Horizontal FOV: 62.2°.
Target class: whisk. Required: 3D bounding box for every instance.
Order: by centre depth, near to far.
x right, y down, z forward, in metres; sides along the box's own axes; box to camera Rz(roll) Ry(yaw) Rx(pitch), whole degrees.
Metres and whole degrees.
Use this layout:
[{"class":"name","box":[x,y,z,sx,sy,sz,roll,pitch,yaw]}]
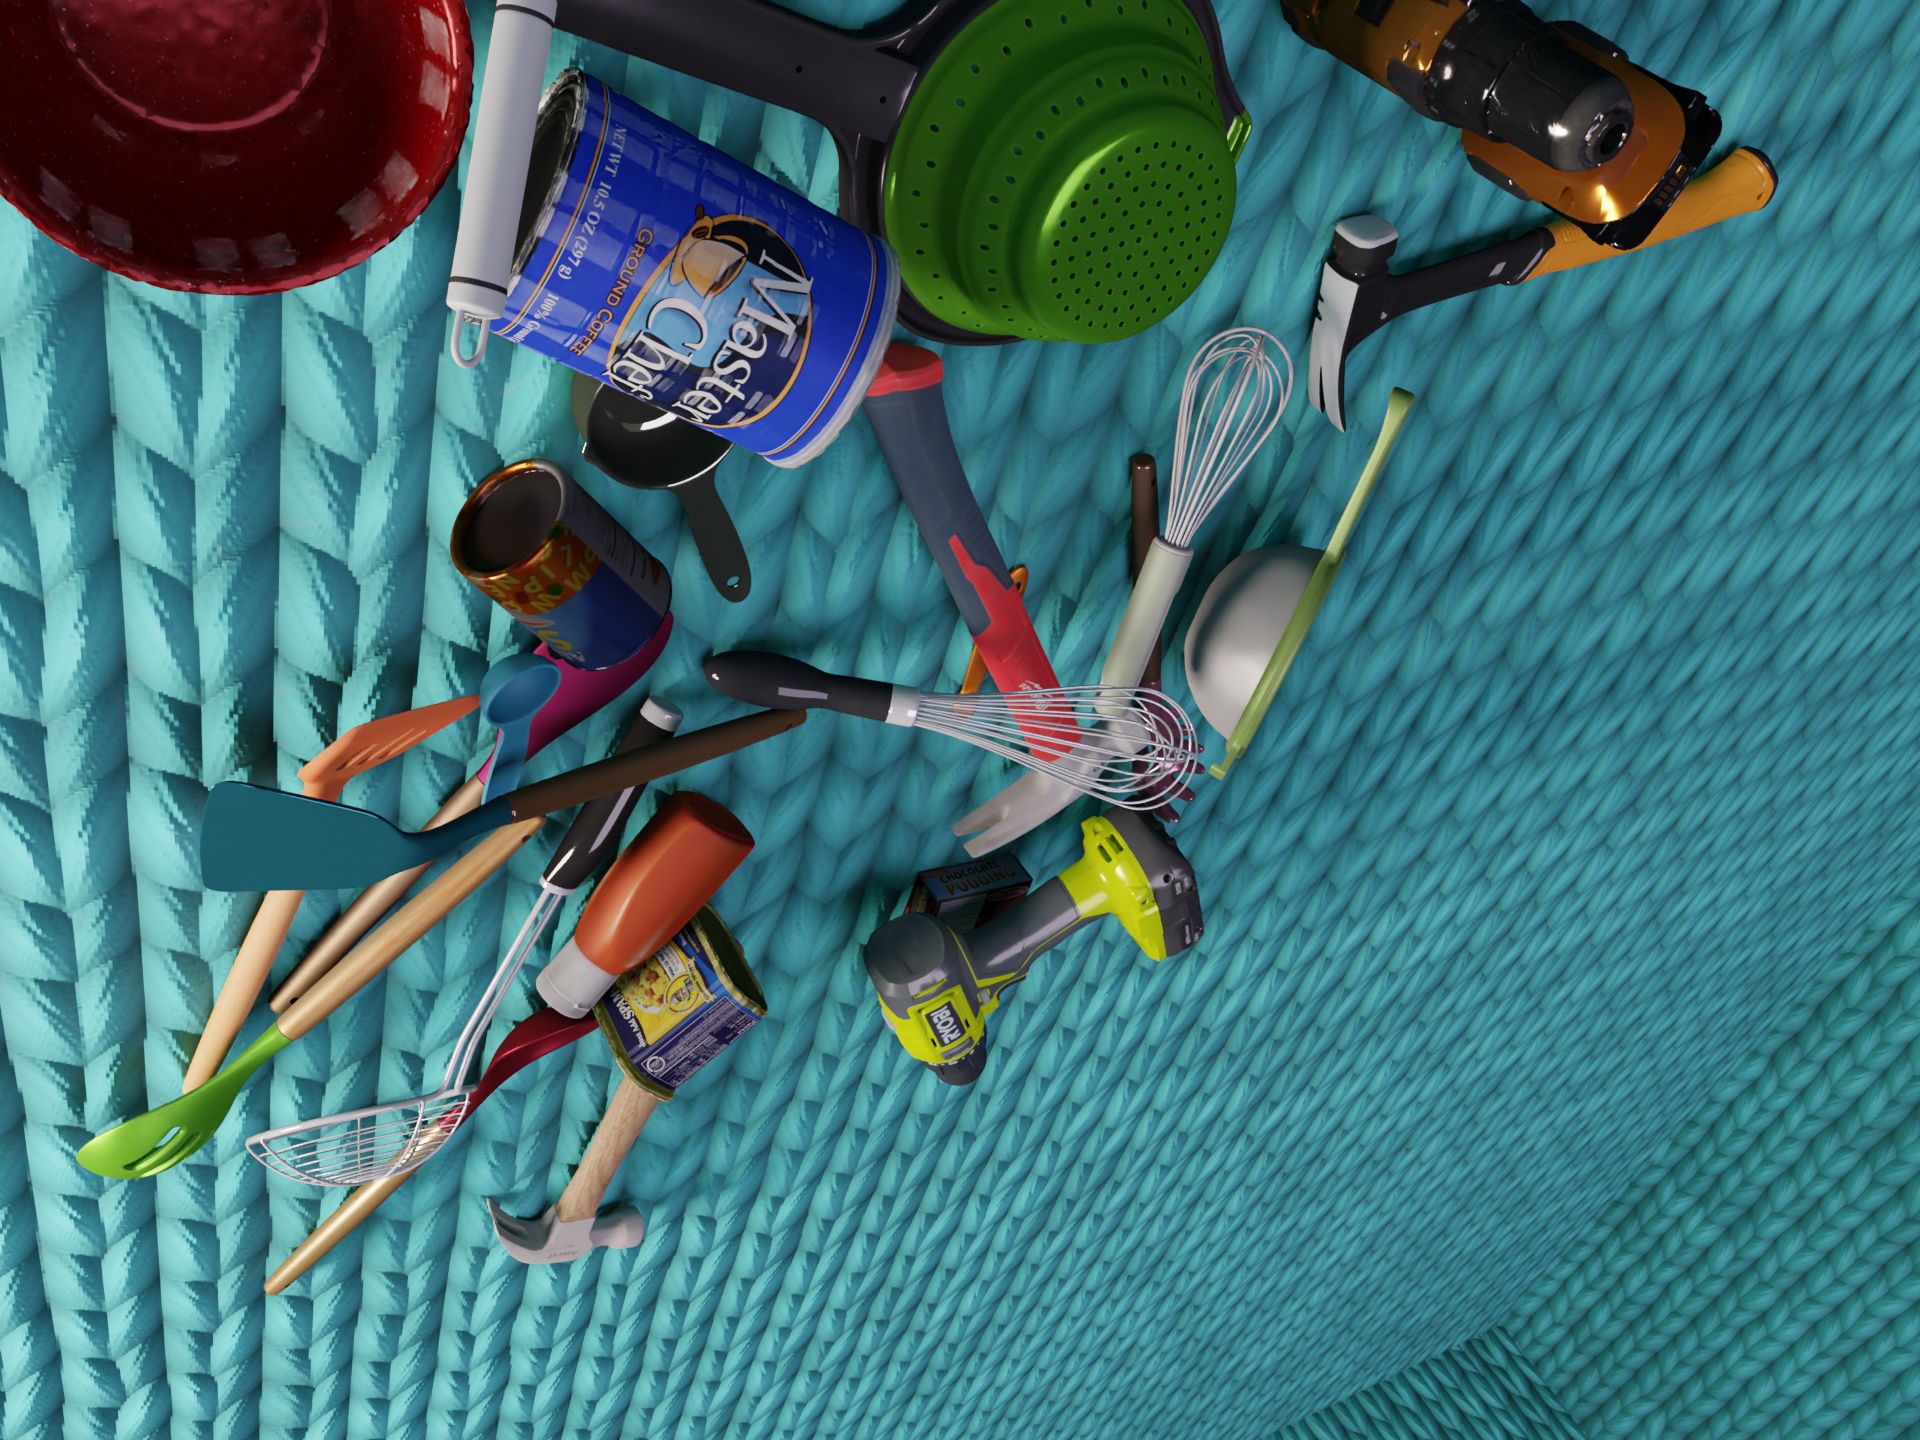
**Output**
[{"class":"whisk","box":[-0.002,-0.002,0.889,0.284,0.070,0.070,10,129,-10]},{"class":"whisk","box":[0.127,-0.108,0.920,0.059,0.058,0.246,17,114,-6]}]

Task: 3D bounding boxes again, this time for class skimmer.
[{"class":"skimmer","box":[-0.278,0.125,0.906,0.363,0.090,0.127,-57,158,11]}]

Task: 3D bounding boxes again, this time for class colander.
[{"class":"colander","box":[-0.007,-0.242,0.663,0.396,0.095,0.204,3,129,-40]}]

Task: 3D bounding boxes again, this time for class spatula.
[{"class":"spatula","box":[-0.210,0.028,0.801,0.317,0.044,0.082,-19,150,-40]},{"class":"spatula","box":[-0.343,0.097,0.819,0.322,0.041,0.081,-55,164,27]}]

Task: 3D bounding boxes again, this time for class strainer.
[{"class":"strainer","box":[-0.145,-0.246,0.528,0.087,0.050,0.258,2,100,-70]},{"class":"strainer","box":[0.197,-0.098,0.985,0.151,0.069,0.256,-50,164,-56]}]

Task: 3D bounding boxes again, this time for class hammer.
[{"class":"hammer","box":[0.004,-0.058,0.909,0.143,0.038,0.385,-34,141,-4]},{"class":"hammer","box":[0.356,-0.277,0.956,0.337,0.034,0.127,-21,140,-18]},{"class":"hammer","box":[-0.231,0.270,1.104,0.130,0.031,0.331,3,128,-41]}]

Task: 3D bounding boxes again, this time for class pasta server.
[{"class":"pasta server","box":[0.129,-0.045,1.032,0.060,0.040,0.315,-50,150,-30]}]

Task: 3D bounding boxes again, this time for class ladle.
[{"class":"ladle","box":[-0.346,0.276,1.024,0.315,0.031,0.069,-42,162,13]}]

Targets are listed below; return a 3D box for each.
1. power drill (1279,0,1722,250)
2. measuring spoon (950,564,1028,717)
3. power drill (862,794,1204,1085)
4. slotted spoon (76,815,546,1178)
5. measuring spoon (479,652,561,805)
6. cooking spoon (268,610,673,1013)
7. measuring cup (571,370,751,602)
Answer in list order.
[{"class":"power drill","box":[0.276,-0.294,0.756,0.226,0.186,0.084,3,127,-44]},{"class":"measuring spoon","box":[0.019,-0.045,0.968,0.021,0.011,0.116,-5,133,-34]},{"class":"power drill","box":[0.053,0.165,1.121,0.228,0.080,0.190,-29,143,-7]},{"class":"slotted spoon","box":[-0.345,0.150,0.858,0.314,0.031,0.070,-40,160,2]},{"class":"measuring spoon","box":[-0.230,0.007,0.797,0.042,0.021,0.128,-28,159,-39]},{"class":"cooking spoon","box":[-0.266,0.049,0.844,0.319,0.017,0.068,-44,147,13]},{"class":"measuring cup","box":[-0.131,-0.119,0.752,0.083,0.038,0.167,-28,145,-10]}]
